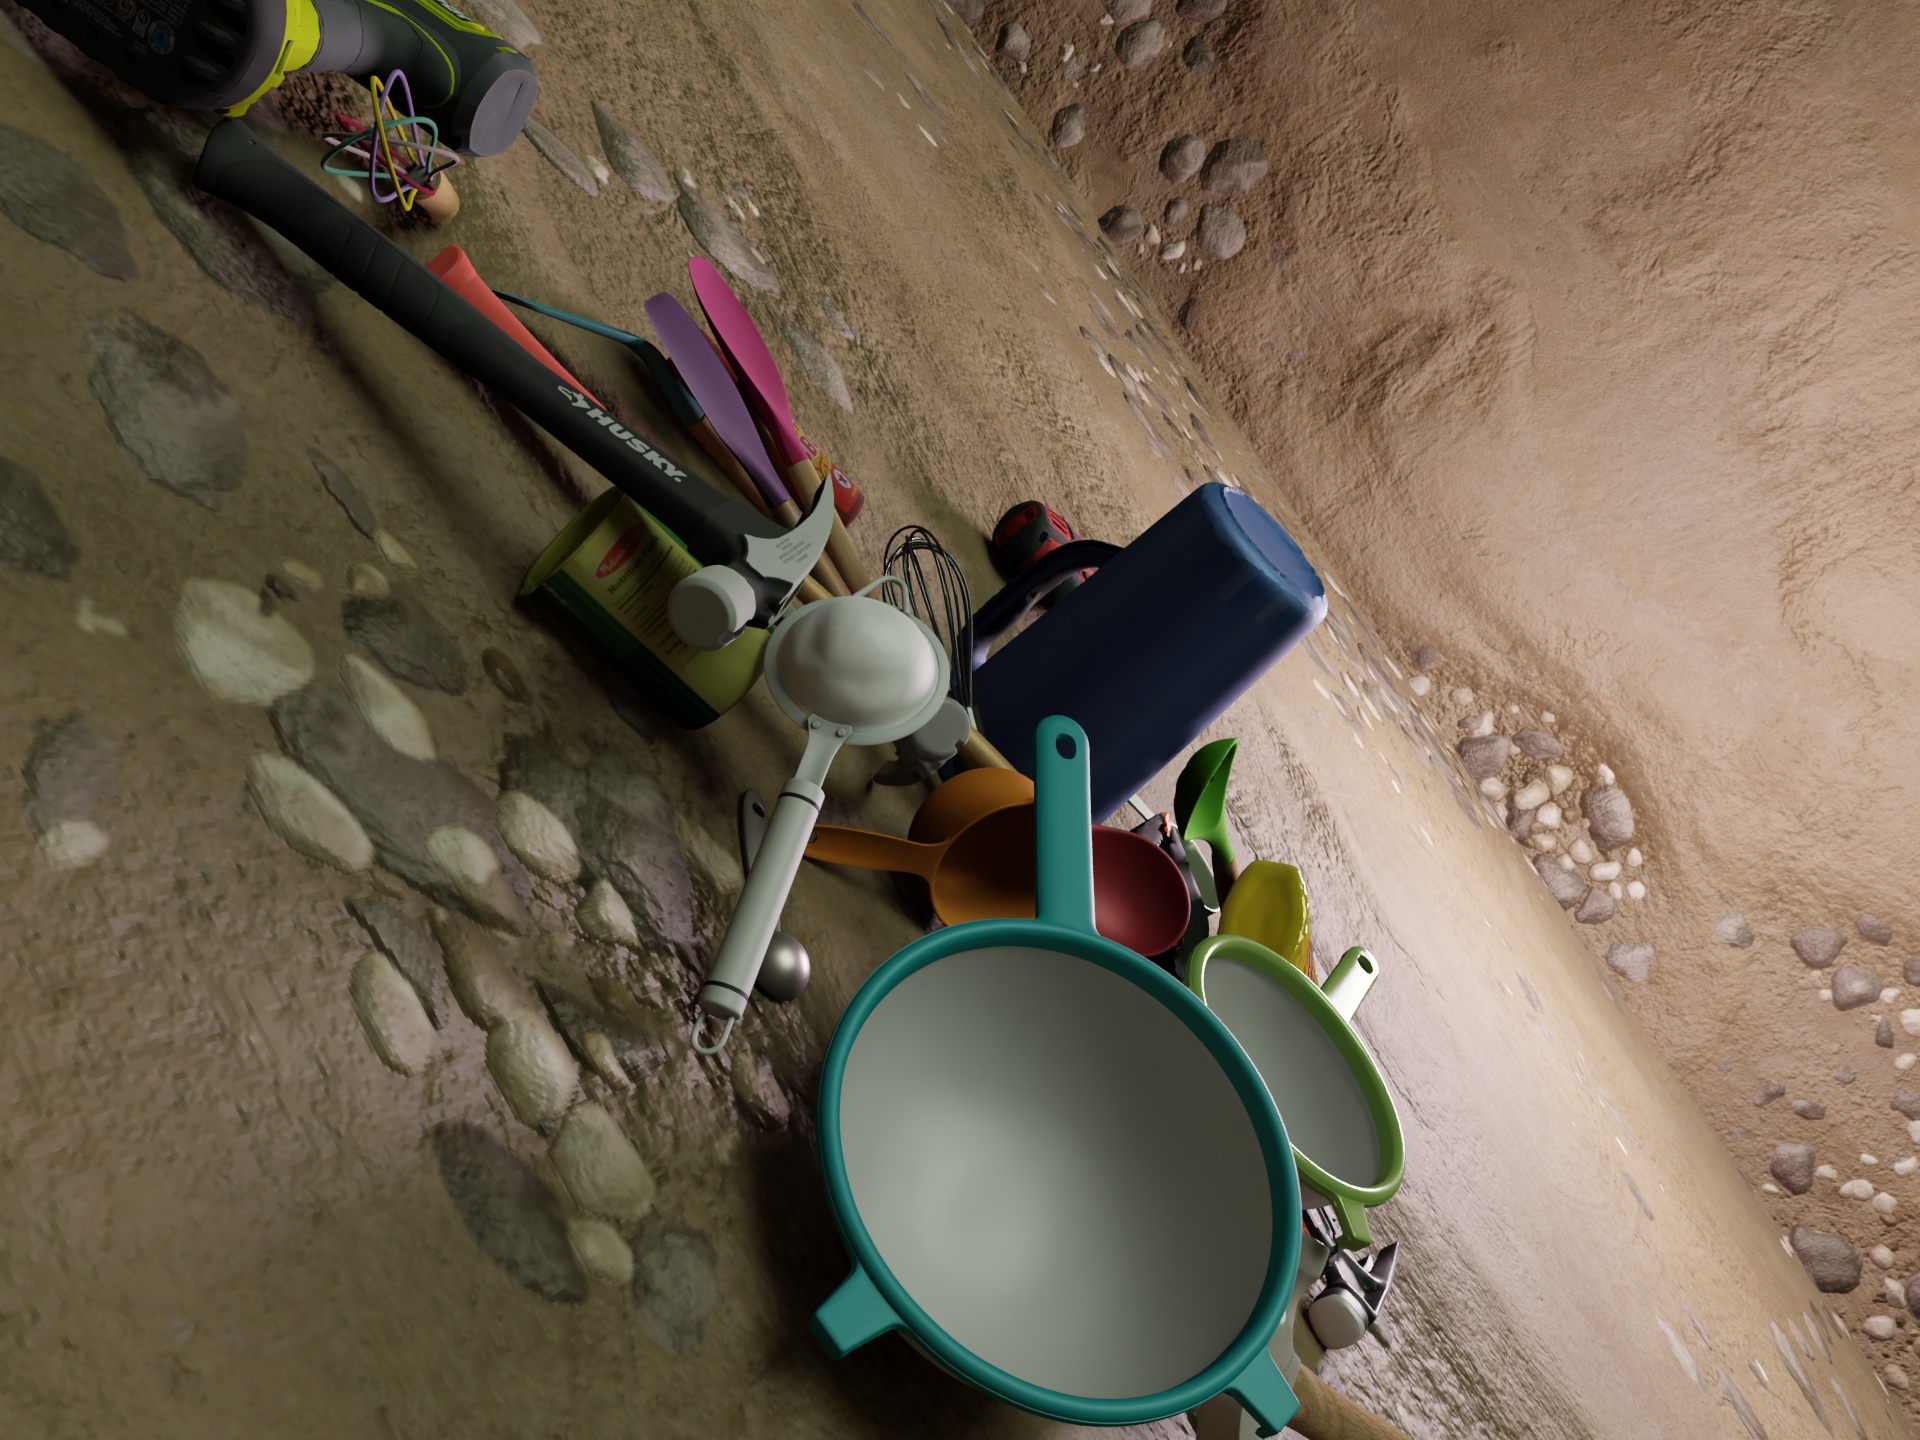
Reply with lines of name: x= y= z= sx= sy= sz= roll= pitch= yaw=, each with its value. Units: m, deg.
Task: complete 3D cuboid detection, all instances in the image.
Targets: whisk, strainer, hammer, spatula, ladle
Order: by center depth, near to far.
strainer: x=-0.066 y=0.027 z=0.699 sx=0.087 sy=0.050 sz=0.259 roll=17 pitch=62 yaw=3
hammer: x=-0.201 y=-0.160 z=0.709 sx=0.335 sy=0.035 sz=0.146 roll=37 pitch=29 yaw=2
strainer: x=0.031 y=0.148 z=0.709 sx=0.211 sy=0.095 sz=0.341 roll=16 pitch=46 yaw=-14
whisk: x=-0.259 y=-0.255 z=0.749 sx=0.047 sy=0.051 sz=0.245 roll=51 pitch=-3 yaw=-16
hammer: x=-0.141 y=-0.100 z=0.820 sx=0.359 sy=0.037 sz=0.149 roll=44 pitch=-14 yaw=-6
hammer: x=0.206 y=0.376 z=0.825 sx=0.331 sy=0.031 sz=0.130 roll=47 pitch=64 yaw=-42
strainer: x=0.171 y=0.178 z=0.846 sx=0.151 sy=0.069 sz=0.256 roll=51 pitch=26 yaw=9
ladle: x=0.010 y=0.020 z=0.912 sx=0.315 sy=0.069 sz=0.031 roll=44 pitch=-14 yaw=-8
spatula: x=-0.091 y=-0.104 z=0.922 sx=0.315 sy=0.018 sz=0.060 roll=60 pitch=22 yaw=-16
spatula: x=-0.147 y=-0.151 z=0.926 sx=0.082 sy=0.044 sz=0.317 roll=29 pitch=-14 yaw=50
whisk: x=-0.003 y=-0.003 z=0.950 sx=0.055 sy=0.055 sz=0.239 roll=3 pitch=71 yaw=-63
hammer: x=0.172 y=0.228 z=1.030 sx=0.337 sy=0.034 sz=0.127 roll=59 pitch=23 yaw=11

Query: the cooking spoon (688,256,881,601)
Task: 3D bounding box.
cooking spoon: x=-0.087 y=-0.132 z=0.961 sx=0.319 sy=0.017 sz=0.069 roll=63 pitch=17 yaw=-8

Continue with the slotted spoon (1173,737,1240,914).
slotted spoon: x=0.179 y=0.106 z=1.081 sx=0.031 sy=0.070 sz=0.313 roll=23 pitch=-24 yaw=28

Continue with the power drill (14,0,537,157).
power drill: x=-0.334 y=-0.349 z=0.756 sx=0.190 sy=0.080 sz=0.228 roll=36 pitch=21 yaw=4

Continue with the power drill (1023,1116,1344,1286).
power drill: x=0.101 y=0.246 z=0.810 sx=0.219 sy=0.078 sz=0.143 roll=13 pitch=46 yaw=-55

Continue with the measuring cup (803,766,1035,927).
measuring cup: x=-0.021 y=0.061 z=0.845 sx=0.173 sy=0.095 sz=0.052 roll=12 pitch=24 yaw=-30

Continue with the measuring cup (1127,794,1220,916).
measuring cup: x=0.123 y=0.080 z=1.144 sx=0.167 sy=0.038 sz=0.083 roll=49 pitch=22 yaw=-9

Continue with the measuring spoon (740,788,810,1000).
measuring spoon: x=-0.087 y=0.075 z=0.743 sx=0.034 sy=0.018 sz=0.124 roll=35 pitch=28 yaw=-40

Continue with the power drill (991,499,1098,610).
power drill: x=0.118 y=-0.062 z=1.293 sx=0.187 sy=0.080 sz=0.227 roll=36 pitch=25 yaw=-39
